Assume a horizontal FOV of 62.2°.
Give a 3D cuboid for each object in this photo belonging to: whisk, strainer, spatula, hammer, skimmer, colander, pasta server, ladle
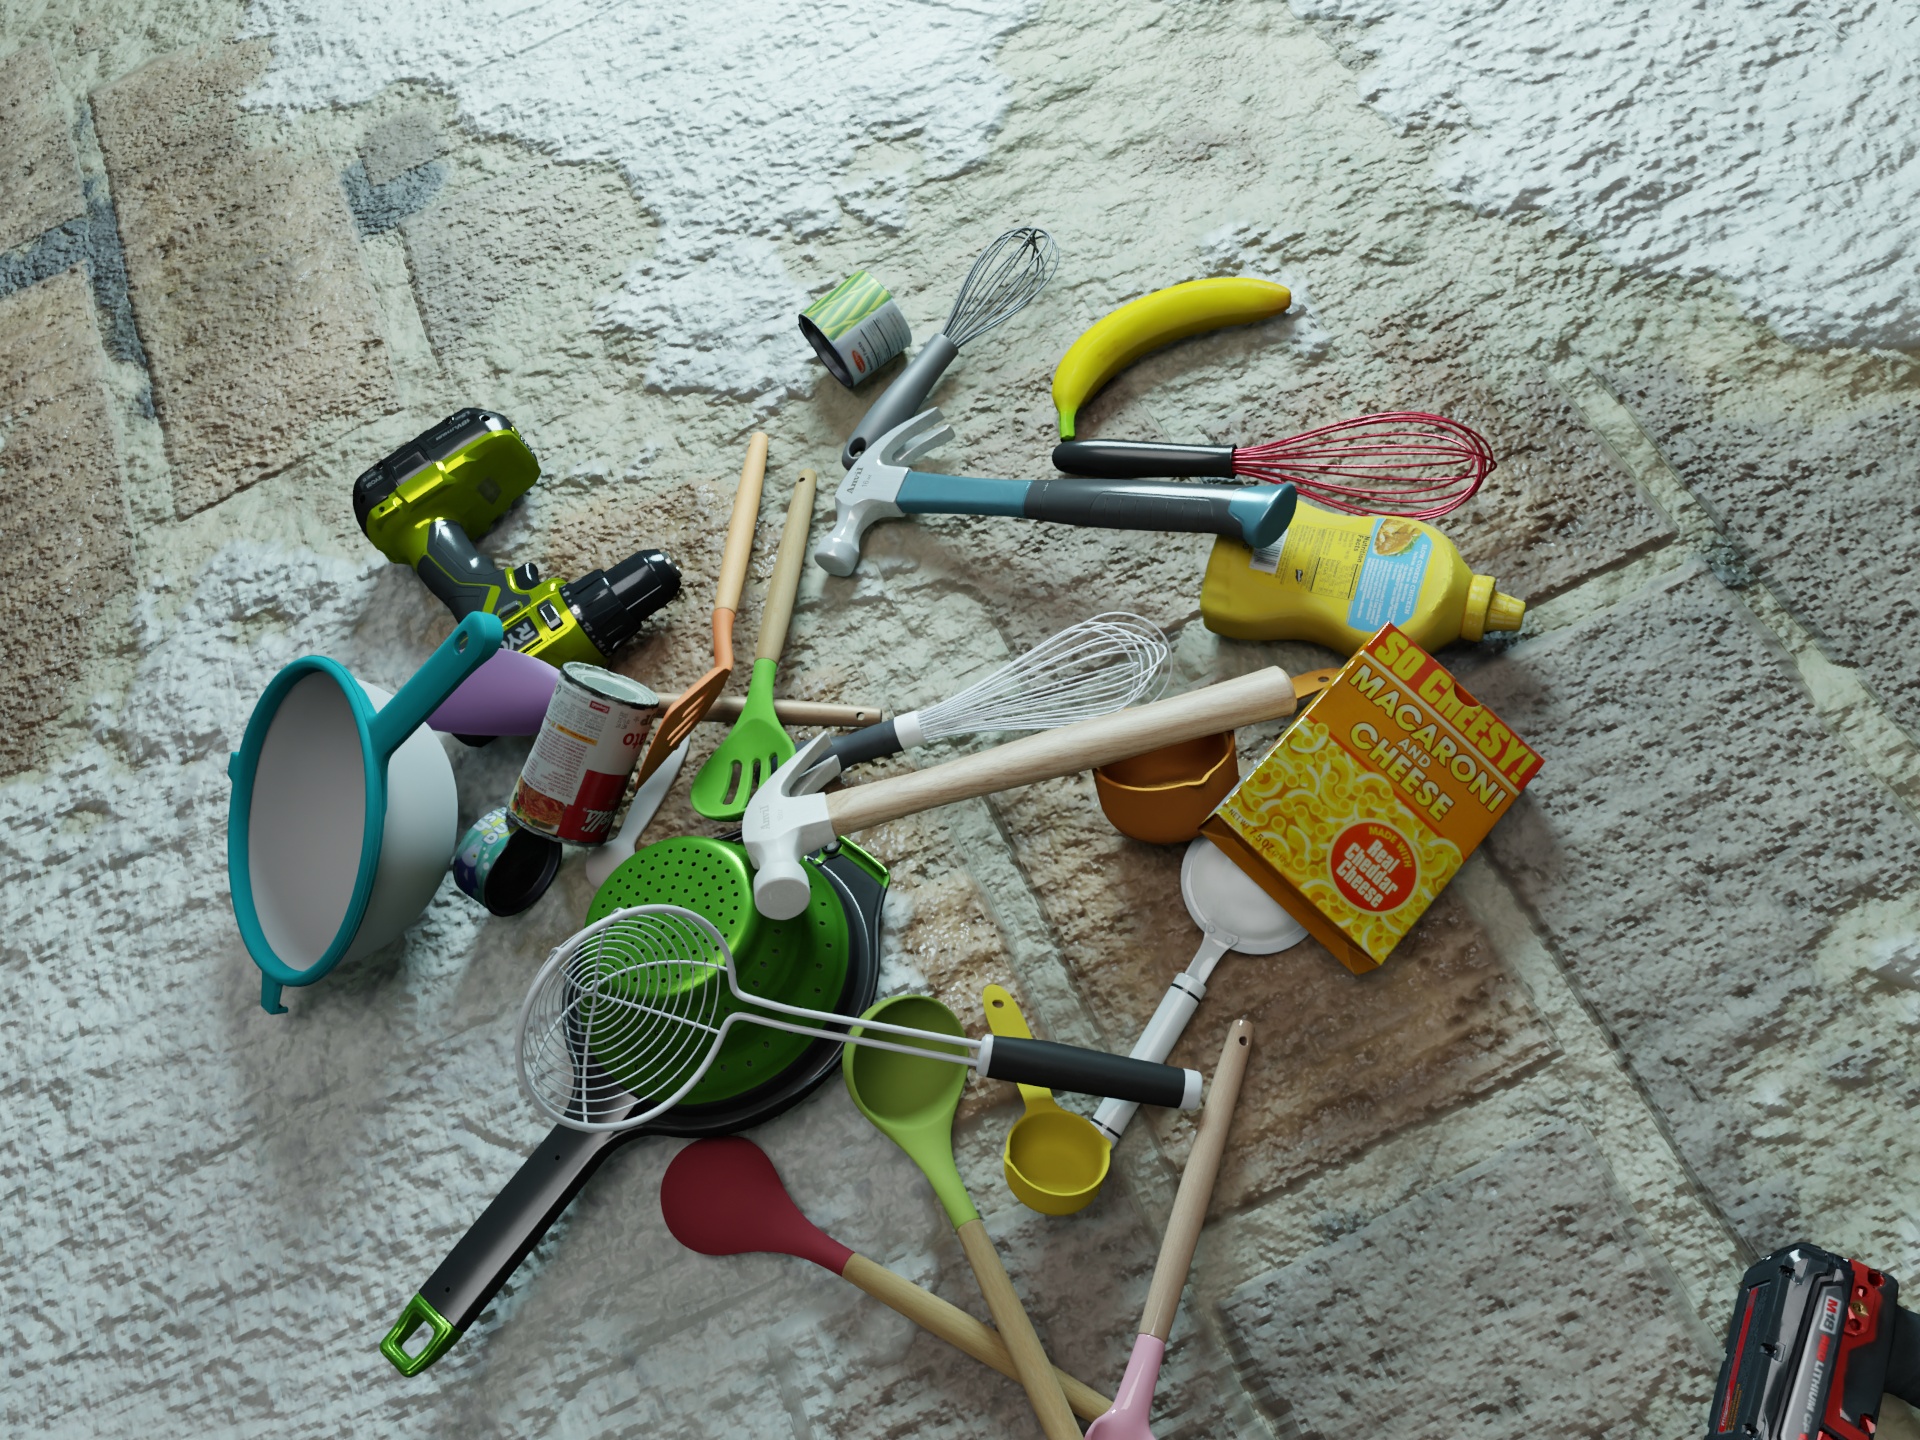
[{"bbox_3d":[-0.009,-0.273,1.168,0.055,0.055,0.239,34,80,26],"label":"whisk"},{"bbox_3d":[-0.350,0.034,1.007,0.340,0.095,0.211,-37,61,34],"label":"strainer"},{"bbox_3d":[-0.210,-0.013,1.063,0.316,0.018,0.060,4,85,2],"label":"spatula"},{"bbox_3d":[0.138,0.148,0.922,0.087,0.050,0.258,31,77,11],"label":"strainer"},{"bbox_3d":[0.059,-0.144,1.053,0.331,0.033,0.128,8,66,31],"label":"hammer"},{"bbox_3d":[-0.045,0.180,0.844,0.363,0.090,0.127,11,101,-3],"label":"skimmer"},{"bbox_3d":[-0.207,0.197,0.926,0.205,0.094,0.397,28,68,31],"label":"colander"},{"bbox_3d":[0.111,0.294,0.826,0.060,0.040,0.316,28,58,-6],"label":"pasta server"},{"bbox_3d":[0.019,0.291,0.855,0.078,0.062,0.320,-9,53,-28],"label":"ladle"},{"bbox_3d":[-0.165,-0.092,1.078,0.041,0.081,0.323,17,47,-15],"label":"spatula"},{"bbox_3d":[-0.002,-0.004,1.023,0.284,0.070,0.070,-17,61,10],"label":"whisk"},{"bbox_3d":[0.034,0.024,0.935,0.331,0.031,0.130,-16,34,-2],"label":"hammer"},{"bbox_3d":[-0.041,0.318,0.888,0.315,0.031,0.069,22,70,21],"label":"ladle"},{"bbox_3d":[0.201,-0.171,1.057,0.296,0.073,0.073,5,65,21],"label":"whisk"}]

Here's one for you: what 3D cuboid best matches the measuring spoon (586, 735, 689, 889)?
[{"bbox_3d":[-0.215,0.056,1.065,0.034,0.018,0.124,17,69,21],"label":"measuring spoon"}]

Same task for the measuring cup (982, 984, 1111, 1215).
[{"bbox_3d":[0.038,0.215,0.909,0.062,0.029,0.157,-4,37,-16],"label":"measuring cup"}]

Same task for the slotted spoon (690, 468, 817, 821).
[{"bbox_3d":[-0.124,-0.057,1.065,0.070,0.031,0.314,-9,50,19],"label":"slotted spoon"}]

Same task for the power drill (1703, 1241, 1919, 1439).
[{"bbox_3d":[0.466,0.356,0.717,0.227,0.080,0.188,18,70,18],"label":"power drill"}]

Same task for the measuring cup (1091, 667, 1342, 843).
[{"bbox_3d":[0.162,0.019,0.971,0.173,0.052,0.095,-22,34,-15],"label":"measuring cup"}]

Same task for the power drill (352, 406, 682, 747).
[{"bbox_3d":[-0.322,-0.115,1.146,0.190,0.080,0.229,-35,64,-3],"label":"power drill"}]
